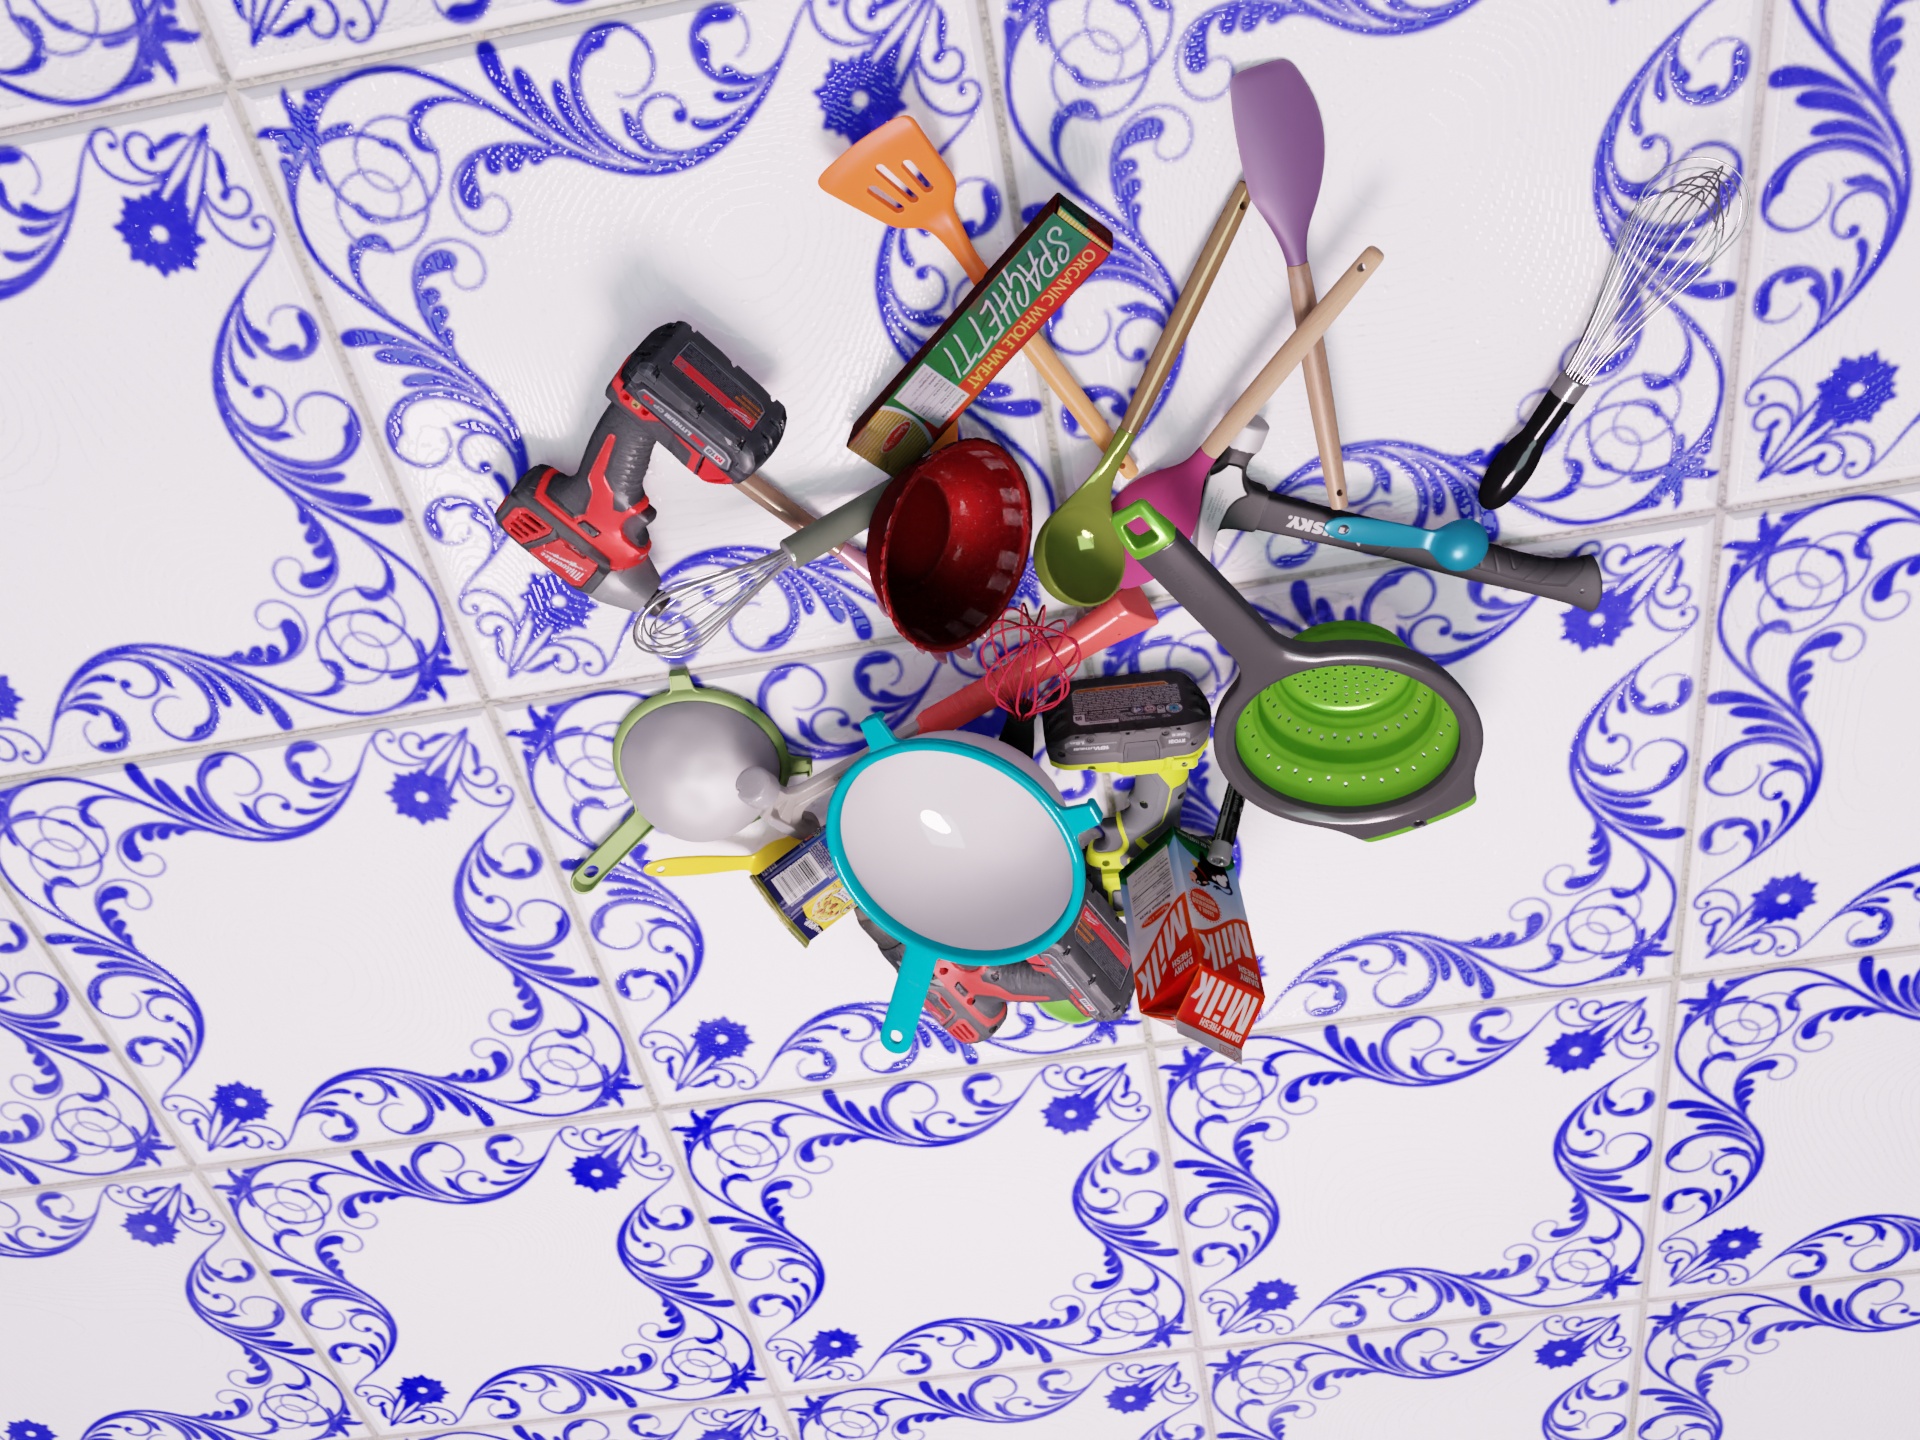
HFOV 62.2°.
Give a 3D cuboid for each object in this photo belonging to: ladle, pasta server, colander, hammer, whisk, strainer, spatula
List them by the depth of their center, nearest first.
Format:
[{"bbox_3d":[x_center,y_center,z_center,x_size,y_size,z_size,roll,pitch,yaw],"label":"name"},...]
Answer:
[{"bbox_3d":[0.242,-0.295,1.110,0.060,0.018,0.315,-17,115,-1],"label":"spatula"},{"bbox_3d":[0.032,-0.284,1.123,0.081,0.041,0.322,-27,122,29],"label":"spatula"},{"bbox_3d":[0.453,-0.264,1.130,0.070,0.070,0.284,18,127,-12],"label":"whisk"},{"bbox_3d":[0.137,-0.227,1.137,0.078,0.062,0.320,10,118,-32],"label":"ladle"},{"bbox_3d":[-0.135,-0.120,1.185,0.246,0.059,0.057,-32,141,-11],"label":"whisk"},{"bbox_3d":[0.048,-0.014,1.212,0.073,0.073,0.295,1,160,-1],"label":"whisk"},{"bbox_3d":[-0.113,-0.147,1.218,0.316,0.040,0.060,35,89,-19],"label":"pasta server"},{"bbox_3d":[0.251,-0.059,1.223,0.204,0.095,0.396,-27,126,35],"label":"colander"},{"bbox_3d":[0.340,-0.132,1.230,0.334,0.035,0.146,12,123,-8],"label":"hammer"},{"bbox_3d":[-0.002,-0.004,1.296,0.359,0.037,0.149,-29,155,10],"label":"hammer"},{"bbox_3d":[-0.008,0.134,1.299,0.211,0.095,0.340,22,127,8],"label":"strainer"},{"bbox_3d":[-0.257,0.084,1.355,0.151,0.069,0.256,37,115,-23],"label":"strainer"}]

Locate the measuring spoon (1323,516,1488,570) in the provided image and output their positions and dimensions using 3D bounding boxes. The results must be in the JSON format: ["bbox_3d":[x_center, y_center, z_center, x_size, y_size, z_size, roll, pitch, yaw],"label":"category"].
[{"bbox_3d":[0.336,-0.134,1.194,0.128,0.021,0.042,7,122,-6],"label":"measuring spoon"}]

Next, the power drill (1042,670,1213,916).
[{"bbox_3d":[0.137,0.074,1.347,0.171,0.080,0.223,-6,127,3],"label":"power drill"}]

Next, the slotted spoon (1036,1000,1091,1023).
[{"bbox_3d":[0.031,0.165,1.437,0.070,0.031,0.313,-26,119,25],"label":"slotted spoon"}]

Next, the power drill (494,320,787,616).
[{"bbox_3d":[-0.231,-0.171,1.162,0.143,0.079,0.219,40,127,-15],"label":"power drill"}]

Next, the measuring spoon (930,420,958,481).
[{"bbox_3d":[-0.012,-0.228,1.178,0.021,0.011,0.116,1,125,-1],"label":"measuring spoon"}]

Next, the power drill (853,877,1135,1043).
[{"bbox_3d":[0.026,0.201,1.400,0.227,0.080,0.187,-19,122,41],"label":"power drill"}]

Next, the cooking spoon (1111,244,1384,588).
[{"bbox_3d":[0.195,-0.213,1.150,0.069,0.017,0.318,47,126,10],"label":"cooking spoon"}]

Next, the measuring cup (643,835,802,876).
[{"bbox_3d":[-0.197,0.133,1.378,0.156,0.029,0.062,0,128,-31],"label":"measuring cup"}]
